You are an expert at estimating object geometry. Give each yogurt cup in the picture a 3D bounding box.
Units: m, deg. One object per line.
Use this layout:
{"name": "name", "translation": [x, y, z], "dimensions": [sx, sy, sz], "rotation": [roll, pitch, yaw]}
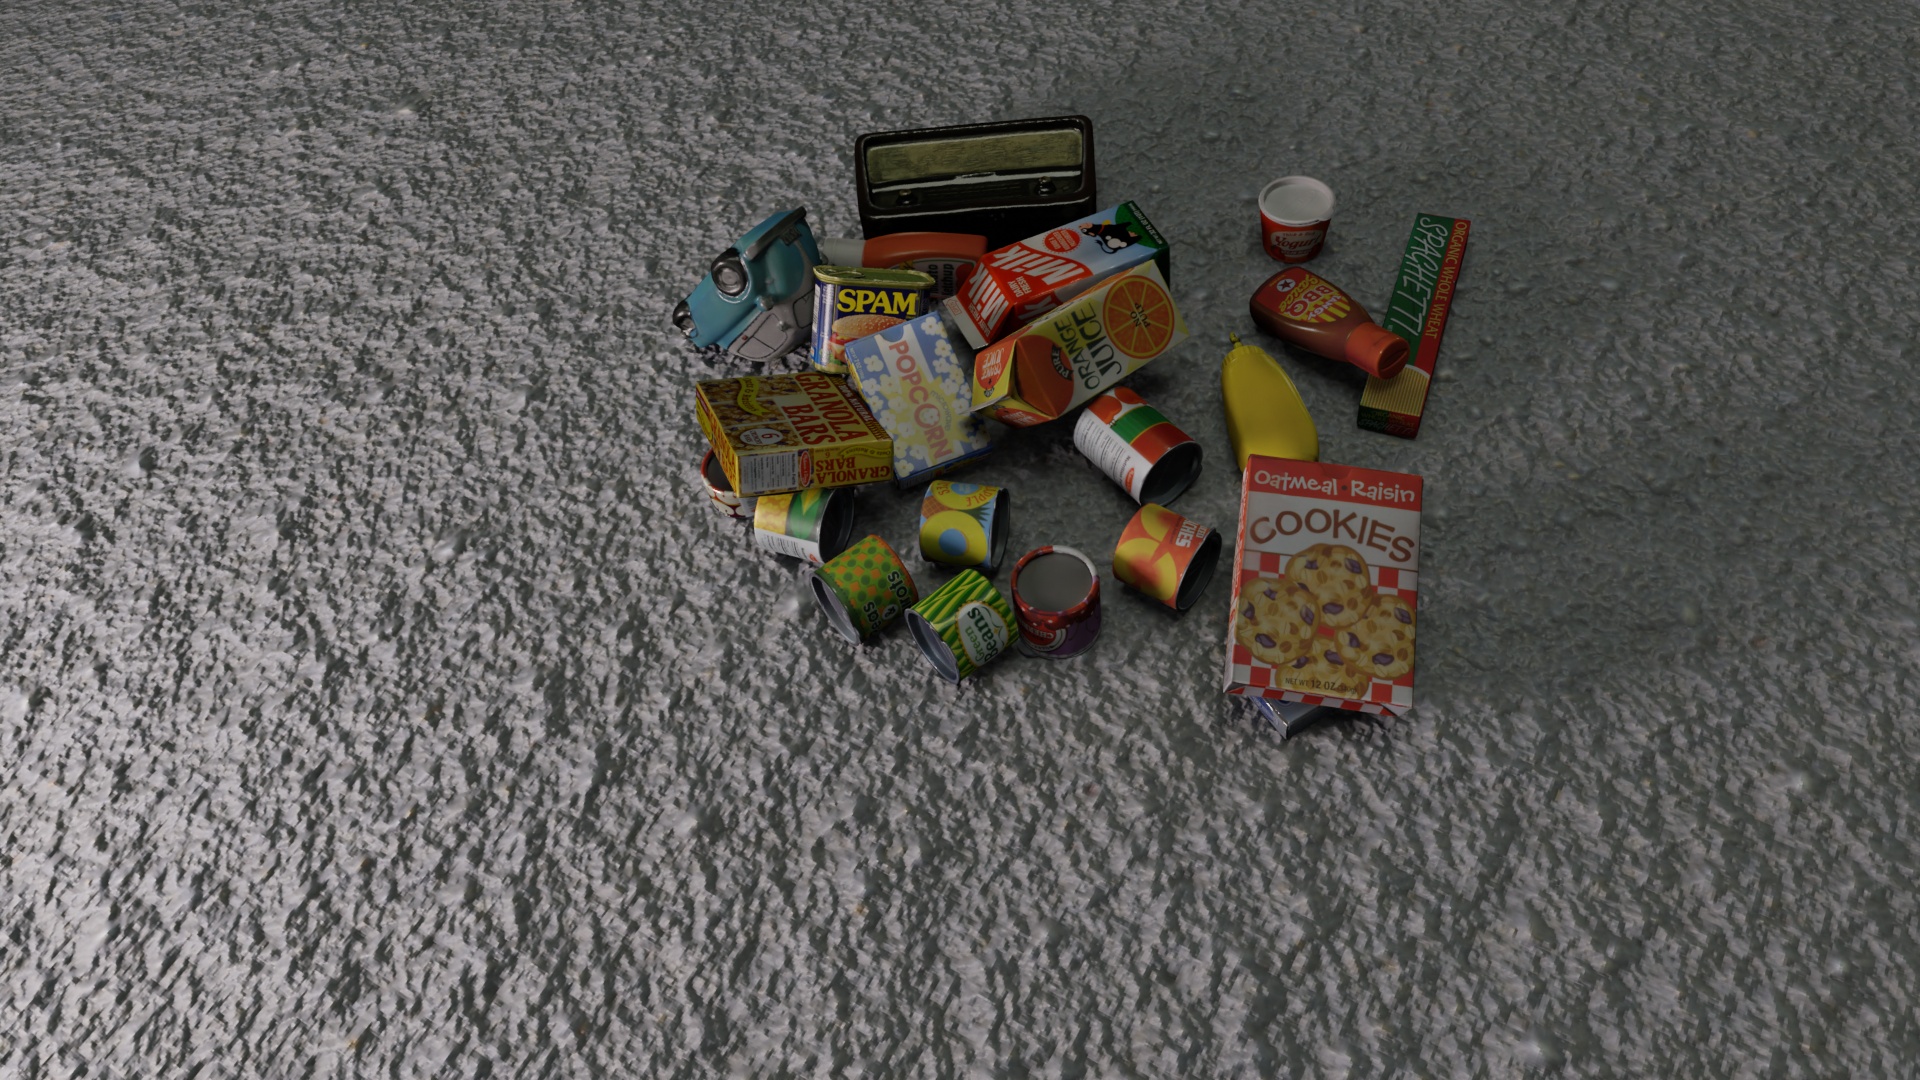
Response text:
{"name": "yogurt cup", "translation": [0.304, -0.290, 1.264], "dimensions": [0.072, 0.053, 0.073], "rotation": [-4, 52, 5]}

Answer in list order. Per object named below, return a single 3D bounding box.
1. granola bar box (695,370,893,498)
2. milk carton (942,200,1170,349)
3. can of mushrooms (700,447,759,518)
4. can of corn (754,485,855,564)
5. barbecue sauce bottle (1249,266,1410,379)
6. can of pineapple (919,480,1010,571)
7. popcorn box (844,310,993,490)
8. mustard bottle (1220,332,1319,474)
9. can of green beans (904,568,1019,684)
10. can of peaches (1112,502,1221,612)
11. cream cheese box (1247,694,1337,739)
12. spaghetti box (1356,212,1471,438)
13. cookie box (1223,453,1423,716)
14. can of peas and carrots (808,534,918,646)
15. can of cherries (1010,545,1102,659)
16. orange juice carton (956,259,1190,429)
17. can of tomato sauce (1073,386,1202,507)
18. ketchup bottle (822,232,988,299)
{"name": "granola bar box", "translation": [-0.137, -0.089, 1.123], "dimensions": [0.124, 0.039, 0.166], "rotation": [-7, 28, -19]}
{"name": "milk carton", "translation": [0.085, -0.223, 1.229], "dimensions": [0.191, 0.073, 0.072], "rotation": [-23, 53, -9]}
{"name": "can of mushrooms", "translation": [-0.183, -0.055, 1.159], "dimensions": [0.071, 0.033, 0.071], "rotation": [-4, 53, 5]}
{"name": "can of corn", "translation": [-0.123, -0.021, 1.104], "dimensions": [0.058, 0.070, 0.071], "rotation": [13, 56, 17]}
{"name": "barbecue sauce bottle", "translation": [0.311, -0.180, 1.164], "dimensions": [0.065, 0.043, 0.149], "rotation": [-36, 42, -8]}
{"name": "can of pineapple", "translation": [0.004, -0.014, 1.081], "dimensions": [0.058, 0.070, 0.071], "rotation": [7, 54, 13]}
{"name": "popcorn box", "translation": [-0.035, -0.115, 1.151], "dimensions": [0.085, 0.038, 0.127], "rotation": [-21, 81, -8]}
{"name": "mustard bottle", "translation": [0.246, -0.113, 1.139], "dimensions": [0.065, 0.048, 0.161], "rotation": [-9, 52, 1]}
{"name": "can of green beans", "translation": [0.001, 0.063, 1.025], "dimensions": [0.058, 0.071, 0.071], "rotation": [-34, 56, -18]}
{"name": "can of peaches", "translation": [0.155, 0.010, 1.043], "dimensions": [0.058, 0.071, 0.071], "rotation": [27, 61, 26]}
{"name": "cream cheese box", "translation": [0.258, 0.095, 0.994], "dimensions": [0.104, 0.024, 0.053], "rotation": [-27, 54, -13]}
{"name": "spaghetti box", "translation": [0.391, -0.191, 1.192], "dimensions": [0.050, 0.028, 0.251], "rotation": [14, 56, 18]}
{"name": "cookie box", "translation": [0.254, 0.029, 0.970], "dimensions": [0.123, 0.040, 0.168], "rotation": [7, 73, 4]}
{"name": "can of peas and carrots", "translation": [-0.072, 0.039, 1.053], "dimensions": [0.059, 0.070, 0.071], "rotation": [-33, 56, -18]}
{"name": "can of cherries", "translation": [0.070, 0.047, 1.033], "dimensions": [0.071, 0.058, 0.072], "rotation": [-3, 52, 4]}
{"name": "orange juice carton", "translation": [0.085, -0.150, 1.128], "dimensions": [0.193, 0.073, 0.071], "rotation": [-33, 11, -23]}
{"name": "can of tomato sauce", "translation": [0.143, -0.075, 1.113], "dimensions": [0.071, 0.070, 0.083], "rotation": [-33, 55, -17]}
{"name": "ketchup bottle", "translation": [-0.050, -0.253, 1.265], "dimensions": [0.149, 0.064, 0.044], "rotation": [5, 55, 2]}
